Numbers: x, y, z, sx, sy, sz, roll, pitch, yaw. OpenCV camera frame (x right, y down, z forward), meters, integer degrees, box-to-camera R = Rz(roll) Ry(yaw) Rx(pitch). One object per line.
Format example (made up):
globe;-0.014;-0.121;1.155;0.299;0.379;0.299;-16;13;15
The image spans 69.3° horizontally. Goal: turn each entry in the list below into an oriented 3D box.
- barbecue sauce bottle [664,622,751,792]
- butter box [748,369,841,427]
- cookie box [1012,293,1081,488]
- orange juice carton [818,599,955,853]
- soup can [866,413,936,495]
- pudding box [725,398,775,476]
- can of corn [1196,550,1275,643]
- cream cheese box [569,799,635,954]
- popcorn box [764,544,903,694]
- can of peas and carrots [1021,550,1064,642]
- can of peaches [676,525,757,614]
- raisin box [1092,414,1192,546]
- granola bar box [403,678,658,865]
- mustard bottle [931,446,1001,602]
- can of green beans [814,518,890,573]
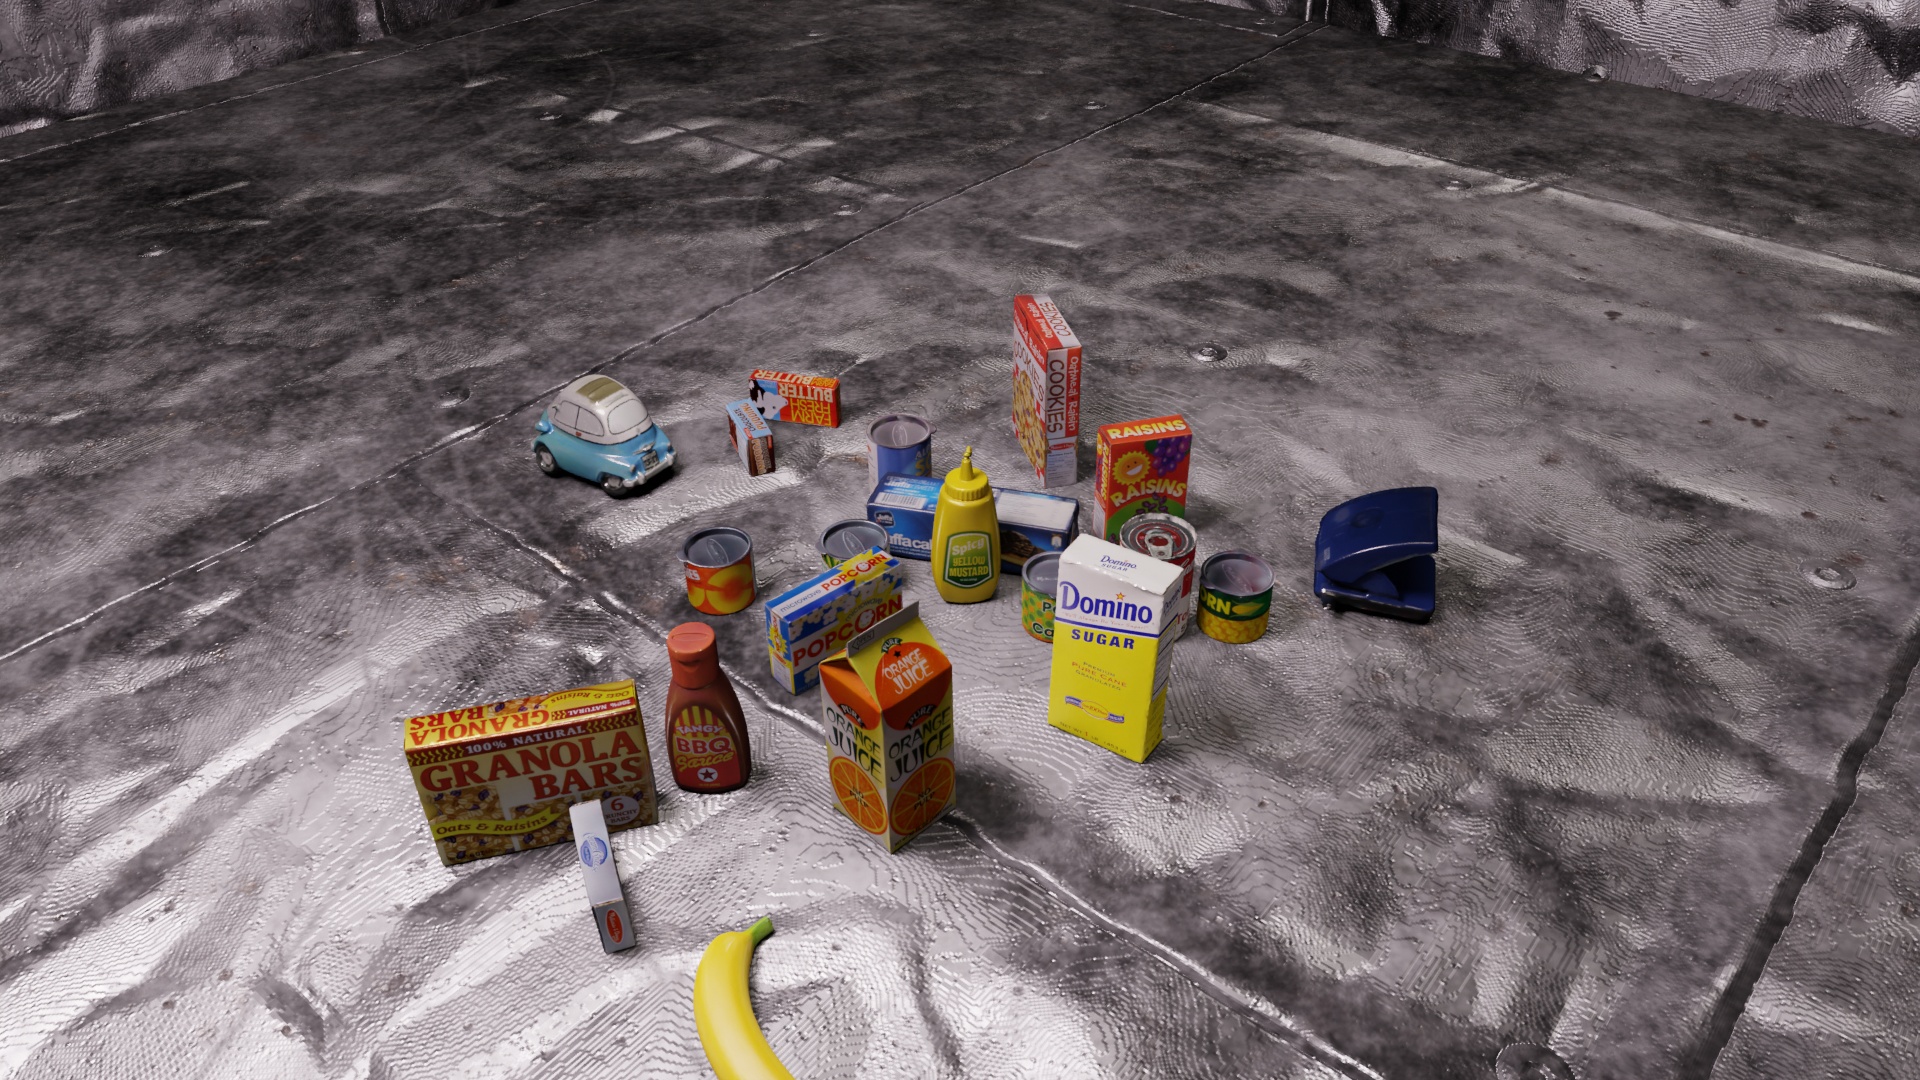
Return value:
barbecue sauce bottle;-0.202;0.131;1.087;0.065;0.147;0.044;-1;36;0
butter box;-0.186;-0.160;1.569;0.103;0.052;0.024;8;37;12
cookie box;0.089;-0.159;1.465;0.040;0.166;0.123;-9;37;-11
orange juice carton;-0.054;0.134;1.043;0.072;0.191;0.073;-30;45;-34
soup can;-0.059;-0.079;1.428;0.071;0.083;0.072;-1;36;0
pudding box;-0.228;-0.113;1.507;0.030;0.049;0.084;-15;38;-18
can of corn;0.247;0.052;1.264;0.071;0.058;0.071;0;36;0
cream cheese box;-0.262;0.244;1.013;0.024;0.053;0.104;-13;38;-17
popcorn box;-0.109;0.070;1.224;0.127;0.084;0.038;-28;44;-32
can of peas and carrots;0.089;0.053;1.265;0.071;0.058;0.071;0;36;0
can of peaches;-0.228;0.029;1.305;0.071;0.057;0.071;0;36;0
raisin box;0.178;-0.058;1.361;0.086;0.122;0.040;-8;36;-10
granola bar box;-0.319;0.176;1.049;0.166;0.123;0.039;-10;37;-12
mustard bottle;0.005;-0.016;1.276;0.065;0.159;0.049;-5;36;-6
can of green beans;-0.099;0.021;1.313;0.071;0.057;0.071;0;36;0
